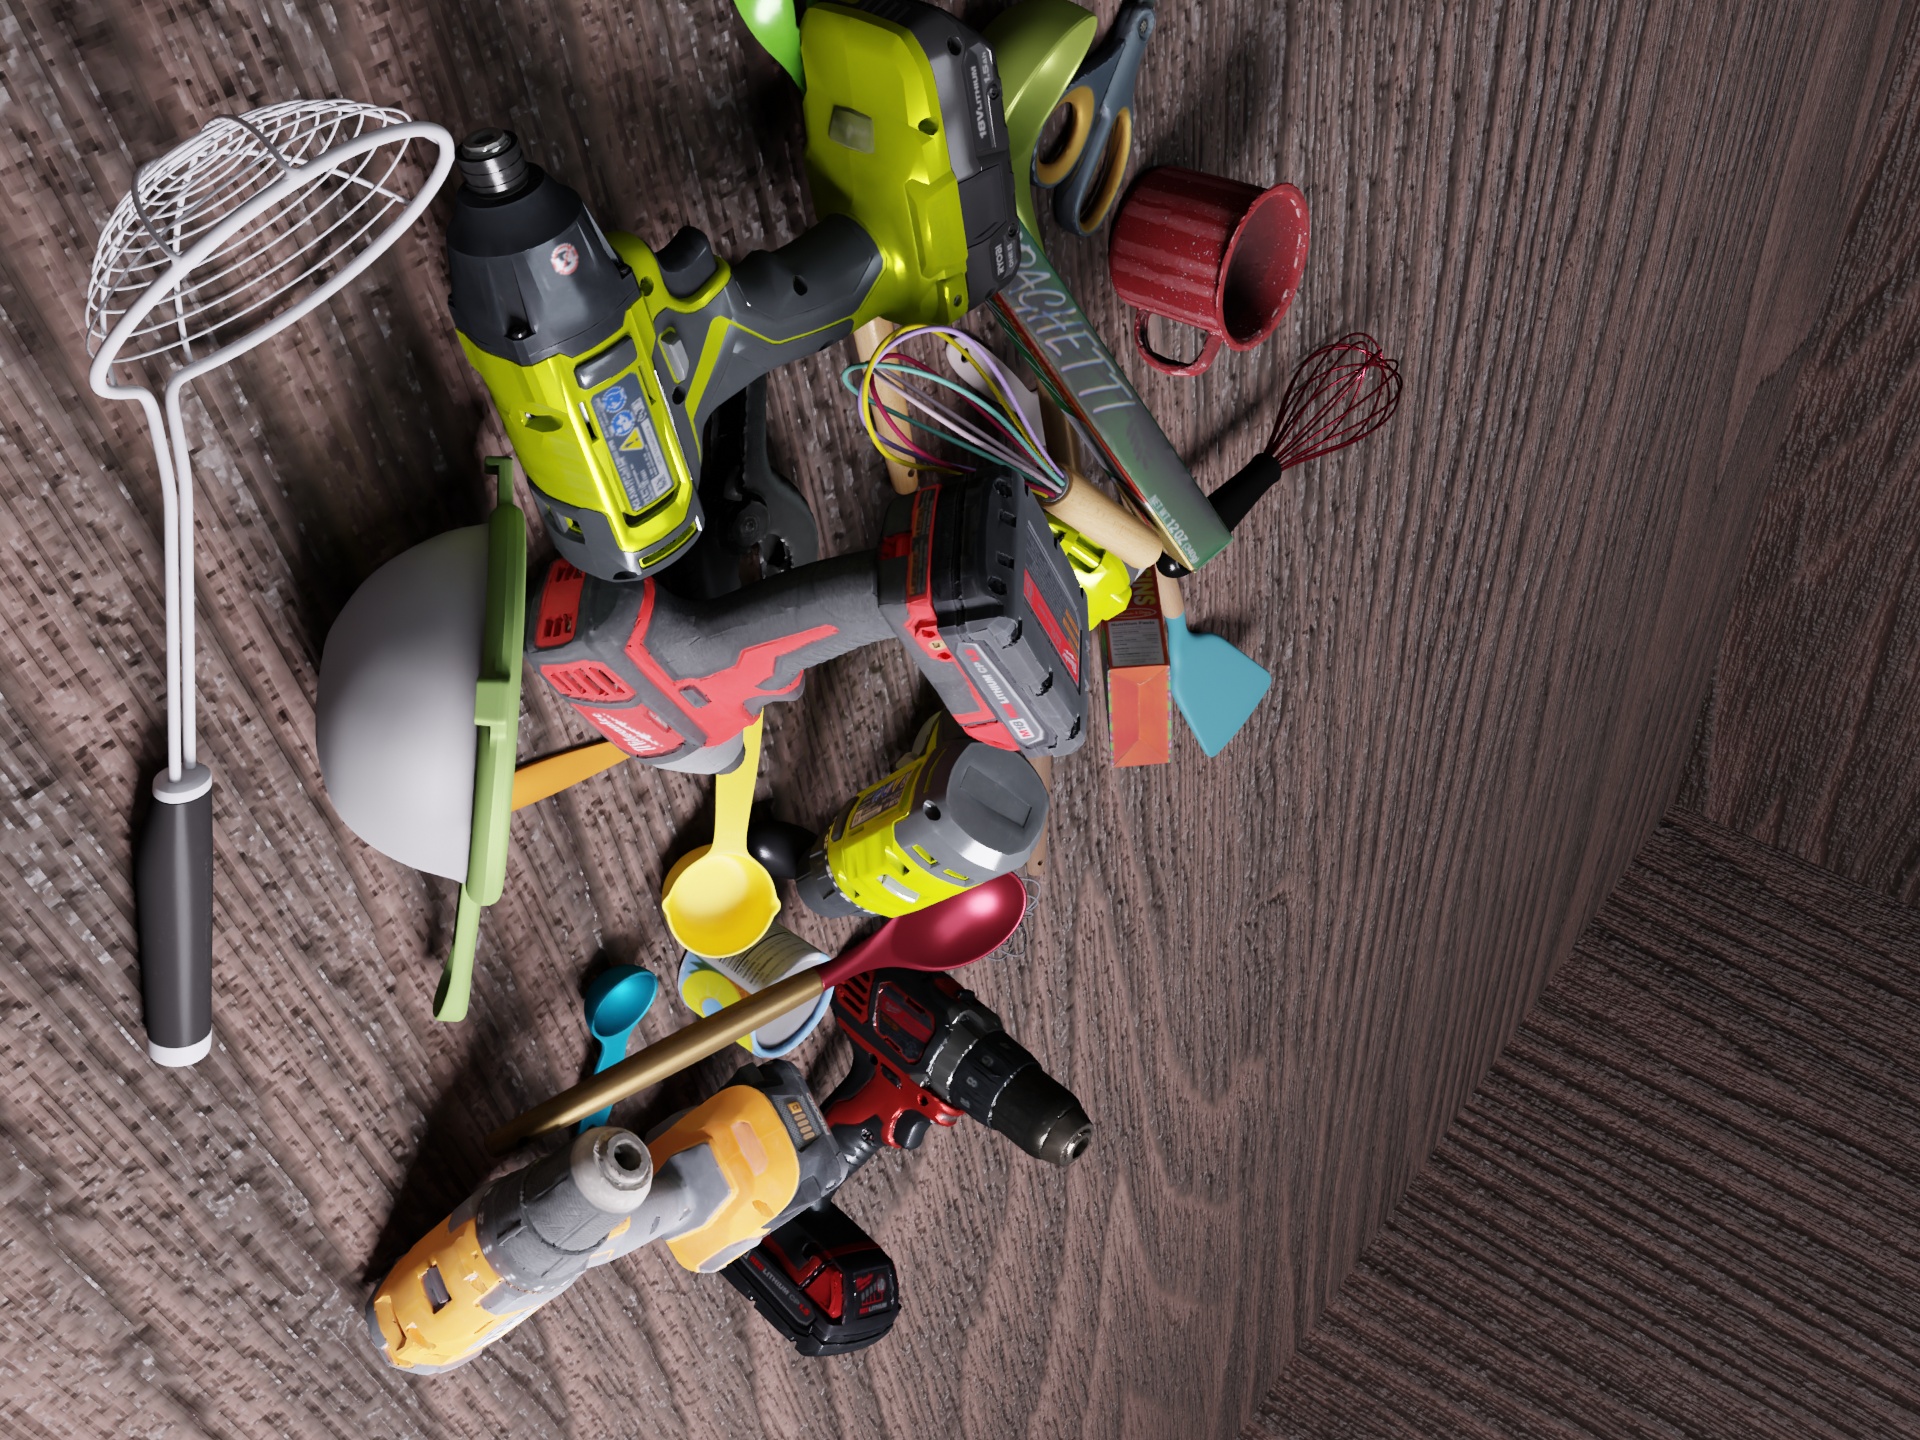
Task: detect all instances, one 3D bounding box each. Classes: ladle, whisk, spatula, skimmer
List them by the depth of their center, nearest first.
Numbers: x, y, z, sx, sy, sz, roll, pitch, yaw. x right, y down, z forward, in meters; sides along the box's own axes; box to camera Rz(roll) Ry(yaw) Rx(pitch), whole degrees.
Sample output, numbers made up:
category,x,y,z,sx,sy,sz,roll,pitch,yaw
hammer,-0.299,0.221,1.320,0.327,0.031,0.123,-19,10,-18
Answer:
category,x,y,z,sx,sy,sz,roll,pitch,yaw
skimmer,-0.235,-0.024,0.533,0.127,0.090,0.363,-65,170,-64
whisk,0.027,-0.106,0.689,0.244,0.051,0.047,22,63,-56
ladle,0.054,-0.199,0.813,0.078,0.062,0.319,-51,141,-41
ladle,-0.095,0.146,0.817,0.315,0.031,0.069,-23,125,-32
whisk,-0.038,0.096,0.952,0.284,0.070,0.070,25,92,-53
whisk,0.220,-0.182,1.089,0.296,0.073,0.073,-43,144,-32
spatula,0.151,-0.088,1.094,0.082,0.044,0.317,-50,146,-13

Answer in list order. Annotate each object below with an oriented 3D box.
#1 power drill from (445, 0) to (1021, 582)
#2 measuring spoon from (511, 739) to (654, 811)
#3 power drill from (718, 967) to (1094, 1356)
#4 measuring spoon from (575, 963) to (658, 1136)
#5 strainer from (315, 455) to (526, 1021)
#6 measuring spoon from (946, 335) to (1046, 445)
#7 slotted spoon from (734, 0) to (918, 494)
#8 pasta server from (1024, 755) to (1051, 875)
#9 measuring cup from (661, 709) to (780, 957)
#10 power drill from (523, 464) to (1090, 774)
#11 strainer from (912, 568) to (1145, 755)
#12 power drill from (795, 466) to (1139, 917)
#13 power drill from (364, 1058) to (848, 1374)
category,x,y,z,sx,sy,sz,roll,pitch,yaw
power drill,-0.083,-0.178,0.602,0.223,0.080,0.171,-41,144,-25
measuring spoon,-0.178,0.024,0.728,0.117,0.011,0.021,-24,132,-45
power drill,-0.037,0.269,0.959,0.080,0.188,0.226,18,103,-58
measuring spoon,-0.189,0.175,0.828,0.042,0.021,0.128,-20,138,-49
strainer,-0.214,0.031,0.620,0.069,0.152,0.256,5,130,-19
measuring spoon,0.029,-0.180,0.868,0.124,0.018,0.034,21,96,-58
slotted spoon,-0.048,-0.225,0.716,0.070,0.031,0.313,-42,145,-25
pasta server,0.054,-0.011,1.017,0.060,0.040,0.316,-22,134,-23
measuring cup,-0.120,0.043,0.814,0.062,0.029,0.156,4,99,-23
power drill,-0.062,-0.027,0.677,0.143,0.220,0.079,54,33,-52
strainer,0.043,-0.032,0.937,0.258,0.050,0.086,-48,151,0
power drill,-0.001,-0.003,0.816,0.080,0.190,0.229,34,60,-16
power drill,-0.158,0.237,0.797,0.185,0.084,0.226,-42,159,30
